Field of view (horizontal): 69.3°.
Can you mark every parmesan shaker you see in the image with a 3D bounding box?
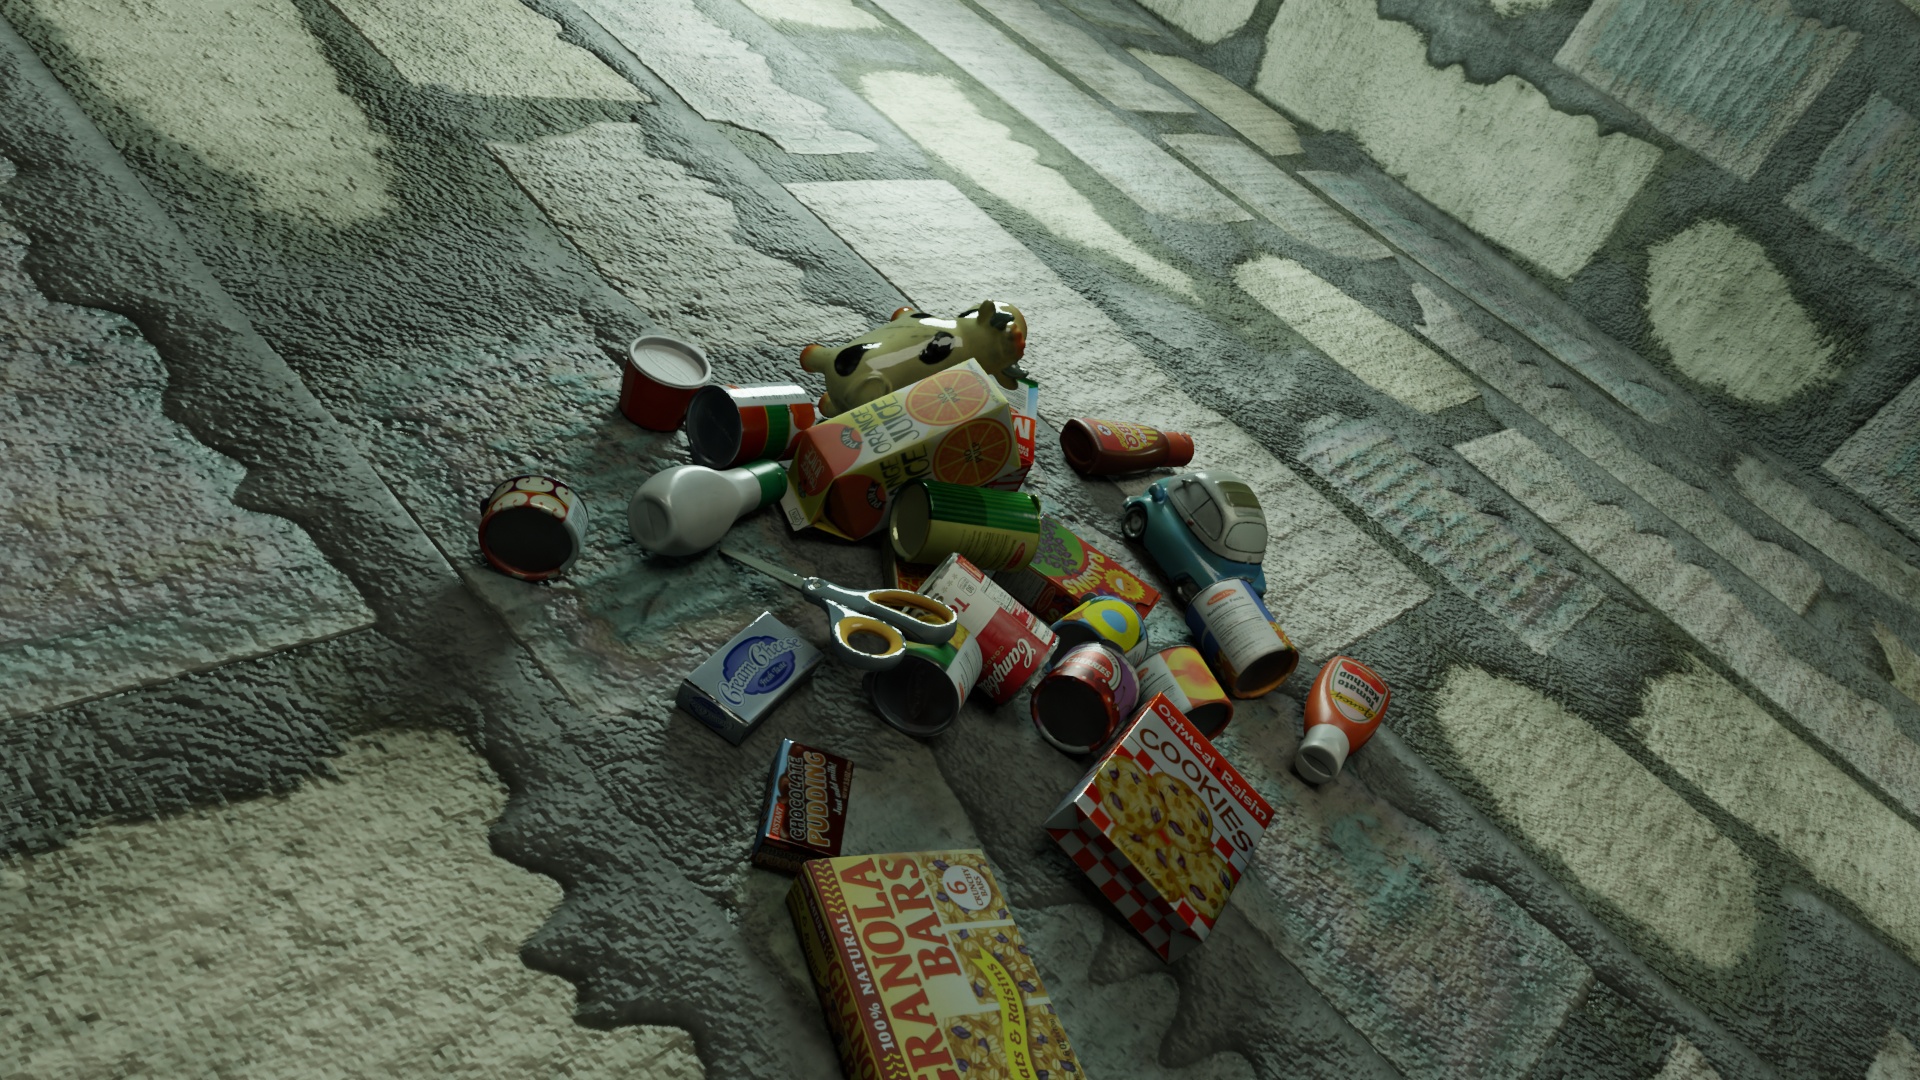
[{"bbox_3d":[0.004,-0.014,1.091,0.103,0.071,0.071,7,39,-33],"label":"parmesan shaker"}]

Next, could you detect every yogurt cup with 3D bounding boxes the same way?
[{"bbox_3d":[-0.241,-0.125,1.120,0.072,0.053,0.073,20,34,-14],"label":"yogurt cup"}]

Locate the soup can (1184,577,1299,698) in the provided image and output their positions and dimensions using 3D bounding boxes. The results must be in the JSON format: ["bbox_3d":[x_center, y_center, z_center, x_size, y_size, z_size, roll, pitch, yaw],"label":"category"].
[{"bbox_3d":[0.241,0.085,1.191,0.071,0.071,0.084,4,41,-33],"label":"soup can"}]

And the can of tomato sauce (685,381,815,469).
[{"bbox_3d":[-0.169,-0.092,1.119,0.071,0.071,0.083,46,32,24],"label":"can of tomato sauce"}]

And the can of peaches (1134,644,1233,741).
[{"bbox_3d":[0.172,0.124,1.082,0.071,0.071,0.058,4,40,-33],"label":"can of peaches"}]

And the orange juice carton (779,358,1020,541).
[{"bbox_3d":[-0.055,-0.066,1.115,0.193,0.072,0.072,-24,45,-10],"label":"orange juice carton"}]

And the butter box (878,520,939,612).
[{"bbox_3d":[-0.034,0.024,1.102,0.053,0.024,0.104,16,35,-19],"label":"butter box"}]

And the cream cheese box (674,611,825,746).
[{"bbox_3d":[-0.139,0.091,0.931,0.053,0.024,0.104,34,33,8],"label":"cream cheese box"}]

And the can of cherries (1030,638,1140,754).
[{"bbox_3d":[0.093,0.114,1.031,0.071,0.071,0.059,37,34,12],"label":"can of cherries"}]

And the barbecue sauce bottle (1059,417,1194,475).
[{"bbox_3d":[0.172,-0.093,1.400,0.149,0.043,0.065,0,42,-38],"label":"barbecue sauce bottle"}]

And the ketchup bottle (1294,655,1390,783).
[{"bbox_3d":[0.319,0.154,1.174,0.065,0.043,0.149,36,34,10],"label":"ketchup bottle"}]

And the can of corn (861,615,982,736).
[{"bbox_3d":[-0.026,0.093,0.977,0.071,0.070,0.058,31,32,3],"label":"can of corn"}]

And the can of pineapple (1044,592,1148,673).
[{"bbox_3d":[0.104,0.082,1.089,0.071,0.070,0.058,40,34,17],"label":"can of pineapple"}]

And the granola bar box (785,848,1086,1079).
[{"bbox_3d":[-0.016,0.255,0.788,0.124,0.038,0.166,4,40,-33],"label":"granola bar box"}]

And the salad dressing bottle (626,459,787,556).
[{"bbox_3d":[-0.184,-0.030,1.036,0.044,0.064,0.148,-8,9,29],"label":"salad dressing bottle"}]

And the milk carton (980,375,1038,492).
[{"bbox_3d":[0.021,-0.083,1.246,0.073,0.072,0.191,22,33,-10],"label":"milk carton"}]

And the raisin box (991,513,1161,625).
[{"bbox_3d":[0.098,0.039,1.167,0.123,0.040,0.086,35,32,8],"label":"raisin box"}]

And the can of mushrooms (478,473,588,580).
[{"bbox_3d":[-0.285,-0.008,0.919,0.071,0.070,0.034,18,35,-17],"label":"can of mushrooms"}]

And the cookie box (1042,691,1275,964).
[{"bbox_3d":[0.142,0.195,0.970,0.123,0.040,0.168,47,35,5],"label":"cookie box"}]

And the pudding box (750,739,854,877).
[{"bbox_3d":[-0.097,0.166,0.855,0.050,0.030,0.084,21,33,-11],"label":"pudding box"}]
